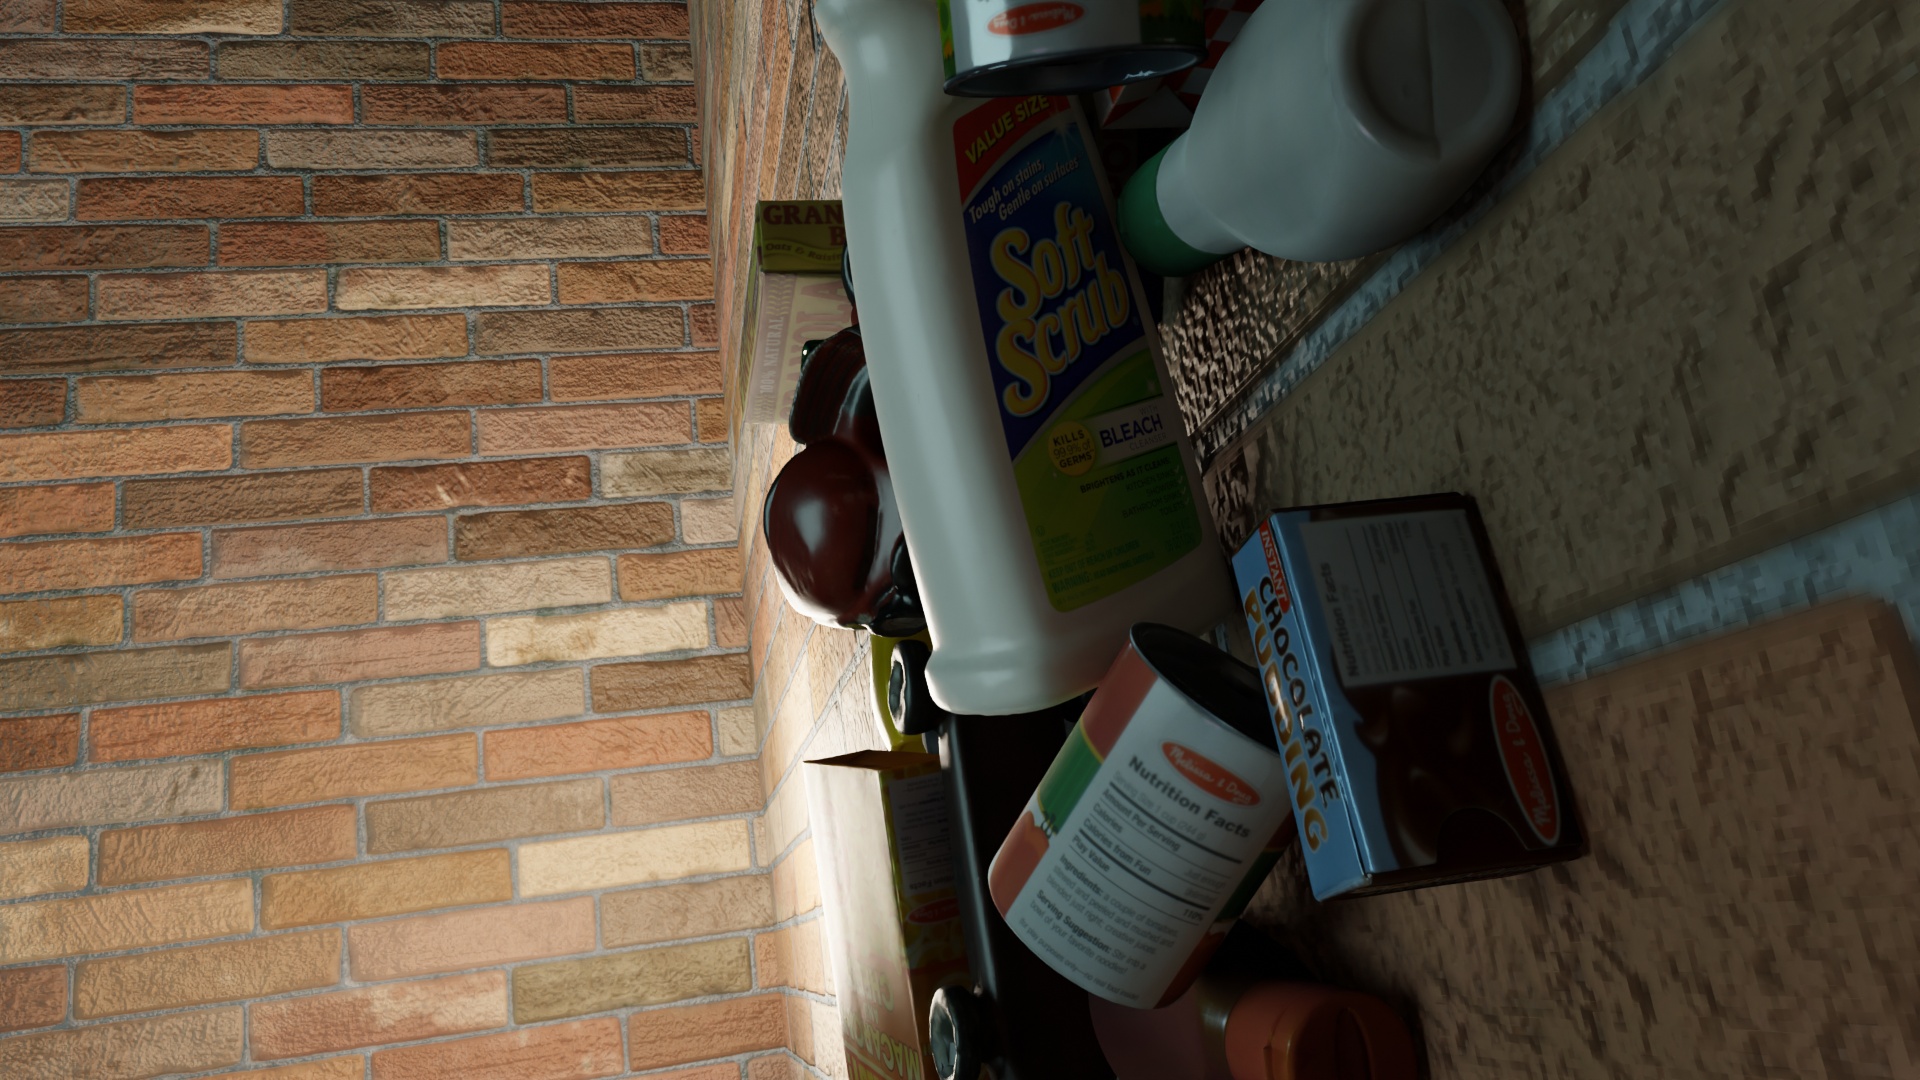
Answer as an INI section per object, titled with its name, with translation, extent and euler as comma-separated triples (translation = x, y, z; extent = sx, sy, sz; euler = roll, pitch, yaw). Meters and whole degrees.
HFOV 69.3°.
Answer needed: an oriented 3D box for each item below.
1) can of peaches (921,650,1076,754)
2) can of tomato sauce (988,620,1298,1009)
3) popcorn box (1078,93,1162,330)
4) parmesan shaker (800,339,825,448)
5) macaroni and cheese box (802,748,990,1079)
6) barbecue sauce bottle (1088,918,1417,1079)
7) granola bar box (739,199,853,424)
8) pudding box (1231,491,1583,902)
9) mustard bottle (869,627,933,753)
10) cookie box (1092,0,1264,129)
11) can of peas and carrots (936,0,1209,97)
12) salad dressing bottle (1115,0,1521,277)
[can of peaches]
translation = 0.016, 0.081, 0.638
extent = 0.071, 0.058, 0.071
euler = 177, 88, -77
[can of tomato sauce]
translation = 0.056, 0.075, 0.384
extent = 0.083, 0.071, 0.071
euler = -61, 24, 15
[popcorn box]
translation = 0.041, -0.138, 0.505
extent = 0.085, 0.038, 0.126
euler = -130, 38, -70
[parmesan shaker]
translation = -0.019, -0.065, 0.641
extent = 0.071, 0.103, 0.071
euler = 178, 88, -77
[macaroni and cheese box]
translation = -0.026, 0.181, 0.627
extent = 0.123, 0.040, 0.166
euler = 162, 100, -67
[barbecue sauce bottle]
translation = 0.081, 0.144, 0.414
extent = 0.148, 0.044, 0.065
euler = 140, 126, -73
[granola bar box]
translation = -0.043, -0.107, 0.684
extent = 0.165, 0.124, 0.039
euler = 120, 145, -68
[pudding box]
translation = 0.095, 0.033, 0.304
extent = 0.030, 0.050, 0.084
euler = 110, 152, -64
[mustard bottle]
translation = -0.018, 0.037, 0.769
extent = 0.048, 0.065, 0.161
euler = 126, 144, -62
[cookie box]
translation = 0.060, -0.224, 0.394
extent = 0.122, 0.040, 0.168
euler = 126, 137, -71
[can of peas and carrots]
translation = 0.026, -0.144, 0.342
extent = 0.071, 0.071, 0.058
euler = -147, 49, -74
[salad dressing bottle]
translation = 0.079, -0.097, 0.349
extent = 0.147, 0.044, 0.064
euler = -176, 80, -78
